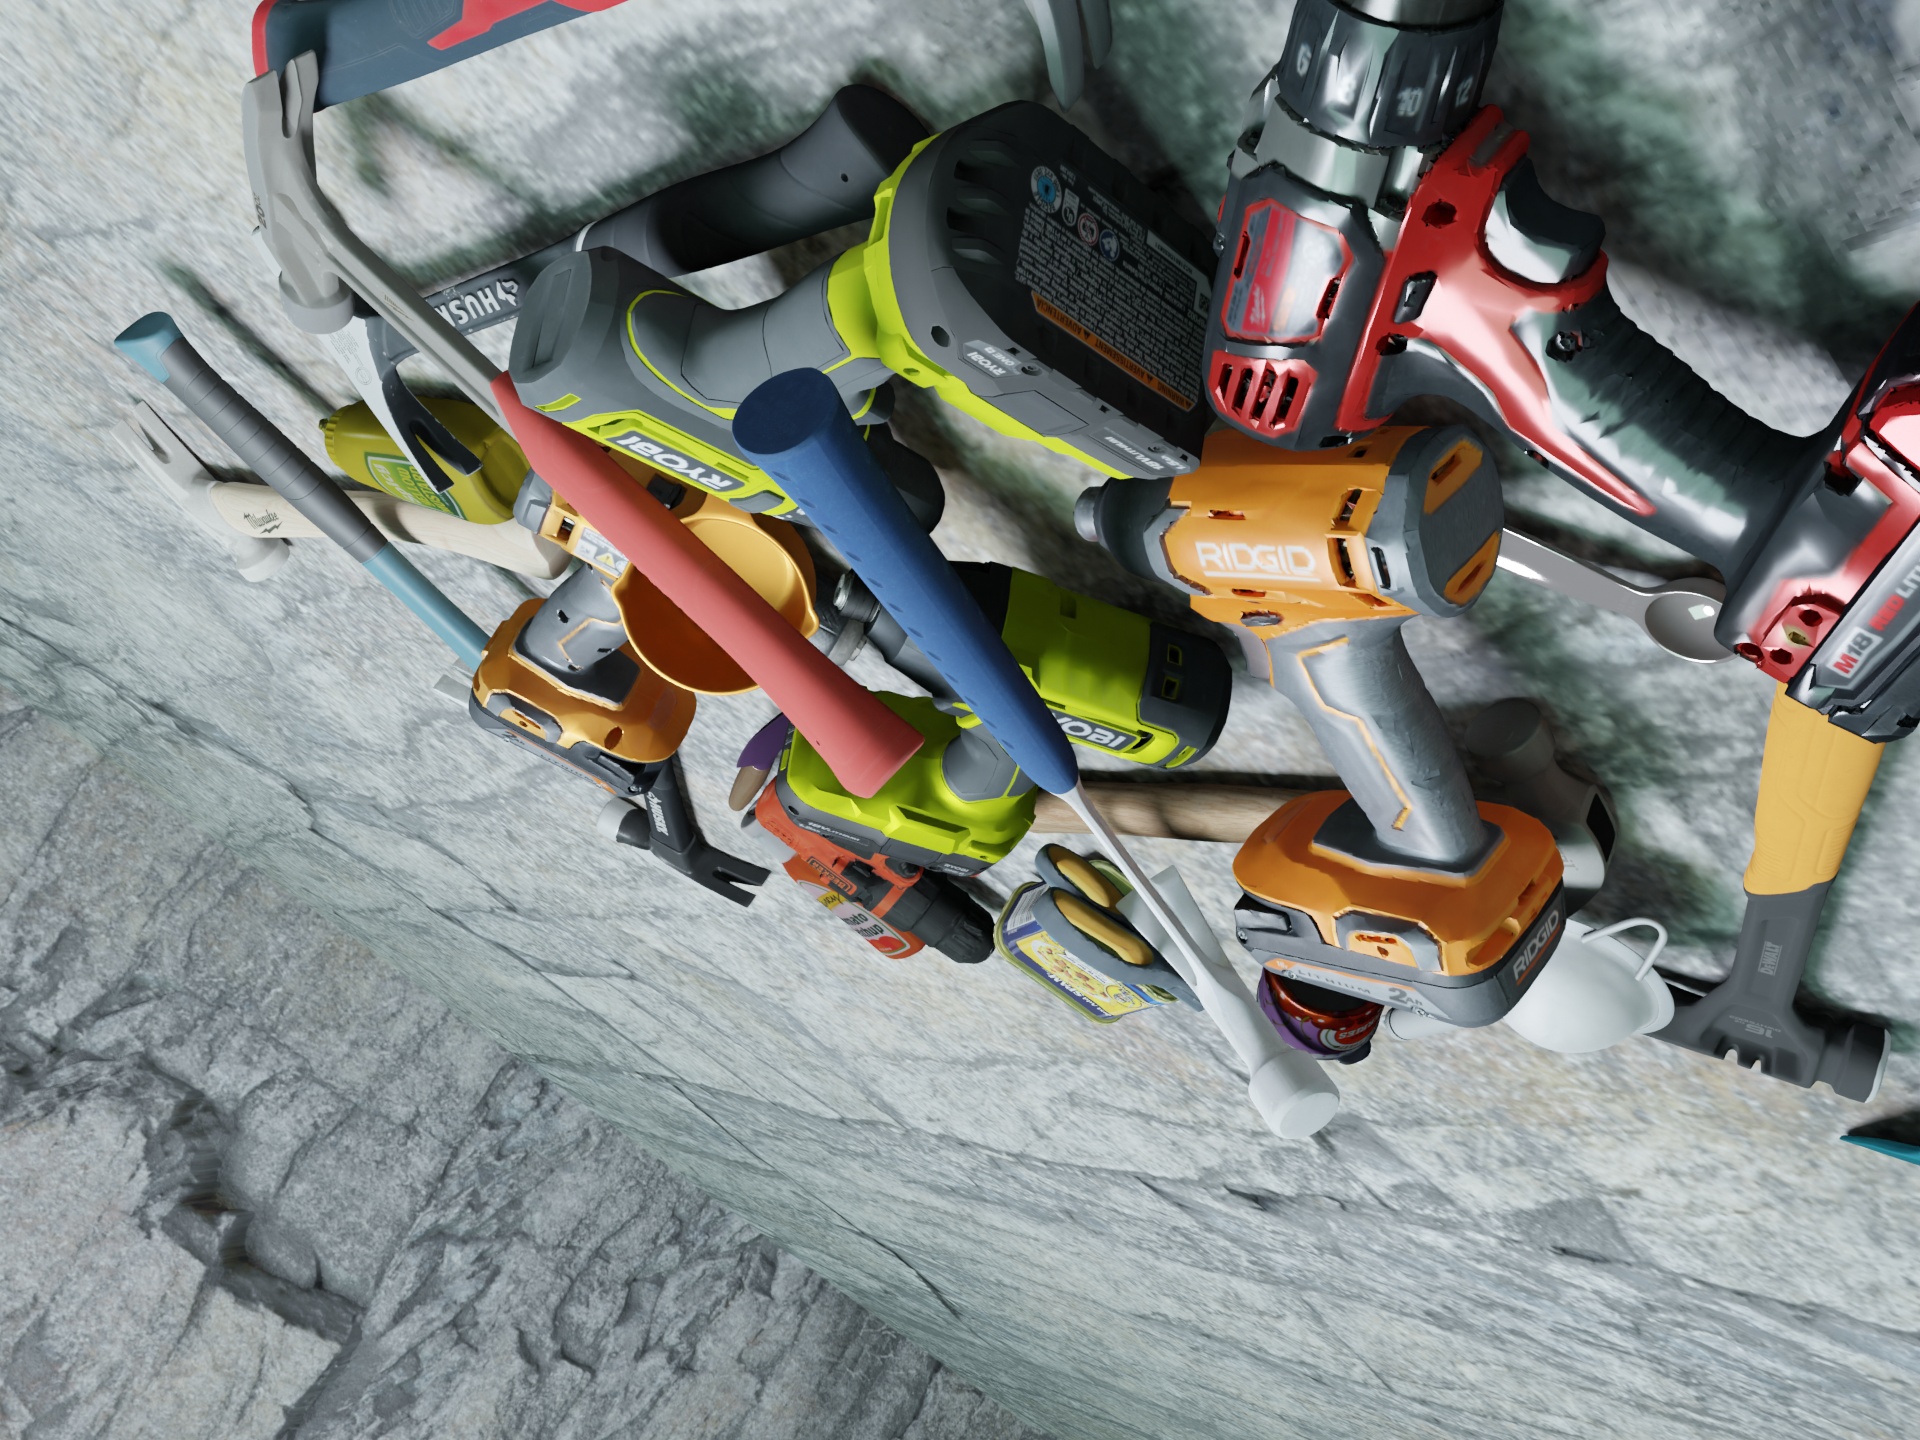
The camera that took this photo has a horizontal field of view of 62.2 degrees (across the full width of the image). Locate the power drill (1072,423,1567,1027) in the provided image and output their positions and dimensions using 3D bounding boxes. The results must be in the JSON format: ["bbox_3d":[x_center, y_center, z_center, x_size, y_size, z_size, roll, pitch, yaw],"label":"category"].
[{"bbox_3d":[0.132,-0.005,0.597,0.164,0.084,0.226,10,131,46],"label":"power drill"}]

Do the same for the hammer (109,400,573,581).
[{"bbox_3d":[-0.396,-0.139,1.021,0.411,0.038,0.146,9,145,38],"label":"hammer"}]

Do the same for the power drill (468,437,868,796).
[{"bbox_3d":[-0.162,-0.045,0.859,0.185,0.084,0.226,28,141,-10],"label":"power drill"}]

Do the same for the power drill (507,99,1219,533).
[{"bbox_3d":[-0.022,-0.119,0.564,0.228,0.080,0.190,-4,161,45],"label":"power drill"}]

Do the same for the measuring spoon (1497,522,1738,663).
[{"bbox_3d":[0.209,-0.056,0.543,0.124,0.018,0.034,28,155,22],"label":"measuring spoon"}]

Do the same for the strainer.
[{"bbox_3d":[0.246,0.133,0.738,0.087,0.050,0.258,34,163,4],"label":"strainer"}]

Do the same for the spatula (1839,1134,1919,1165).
[{"bbox_3d":[0.405,0.120,0.623,0.082,0.044,0.317,15,145,31],"label":"spatula"}]

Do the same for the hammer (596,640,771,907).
[{"bbox_3d":[-0.213,0.035,1.125,0.146,0.035,0.334,27,153,11],"label":"hammer"}]

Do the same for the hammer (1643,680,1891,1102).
[{"bbox_3d":[0.300,0.042,0.585,0.127,0.034,0.336,16,150,27],"label":"hammer"}]

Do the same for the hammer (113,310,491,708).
[{"bbox_3d":[-0.362,-0.112,0.957,0.128,0.033,0.330,-9,130,50],"label":"hammer"}]

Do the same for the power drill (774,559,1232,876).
[{"bbox_3d":[-0.001,-0.002,0.745,0.171,0.080,0.223,18,155,-16],"label":"power drill"}]

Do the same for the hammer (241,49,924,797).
[{"bbox_3d":[-0.154,-0.106,0.655,0.359,0.037,0.149,43,152,2],"label":"hammer"}]

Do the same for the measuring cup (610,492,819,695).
[{"bbox_3d":[-0.104,-0.099,0.725,0.095,0.052,0.173,9,113,-3],"label":"measuring cup"}]

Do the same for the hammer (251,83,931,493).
[{"bbox_3d":[-0.162,-0.184,0.667,0.409,0.036,0.149,0,125,44],"label":"hammer"}]

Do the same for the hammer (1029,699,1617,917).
[{"bbox_3d":[0.148,0.047,0.760,0.331,0.031,0.130,-1,138,49],"label":"hammer"}]

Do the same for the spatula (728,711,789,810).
[{"bbox_3d":[-0.123,0.026,0.981,0.018,0.060,0.316,51,162,1],"label":"spatula"}]

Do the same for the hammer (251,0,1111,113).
[{"bbox_3d":[-0.128,-0.245,0.545,0.386,0.038,0.143,5,145,42],"label":"hammer"}]

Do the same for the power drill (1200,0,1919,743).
[{"bbox_3d":[0.171,-0.114,0.396,0.227,0.080,0.187,32,148,18],"label":"power drill"}]

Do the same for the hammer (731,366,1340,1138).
[{"bbox_3d":[0.038,0.022,0.606,0.405,0.035,0.144,52,-177,-43],"label":"hammer"}]
